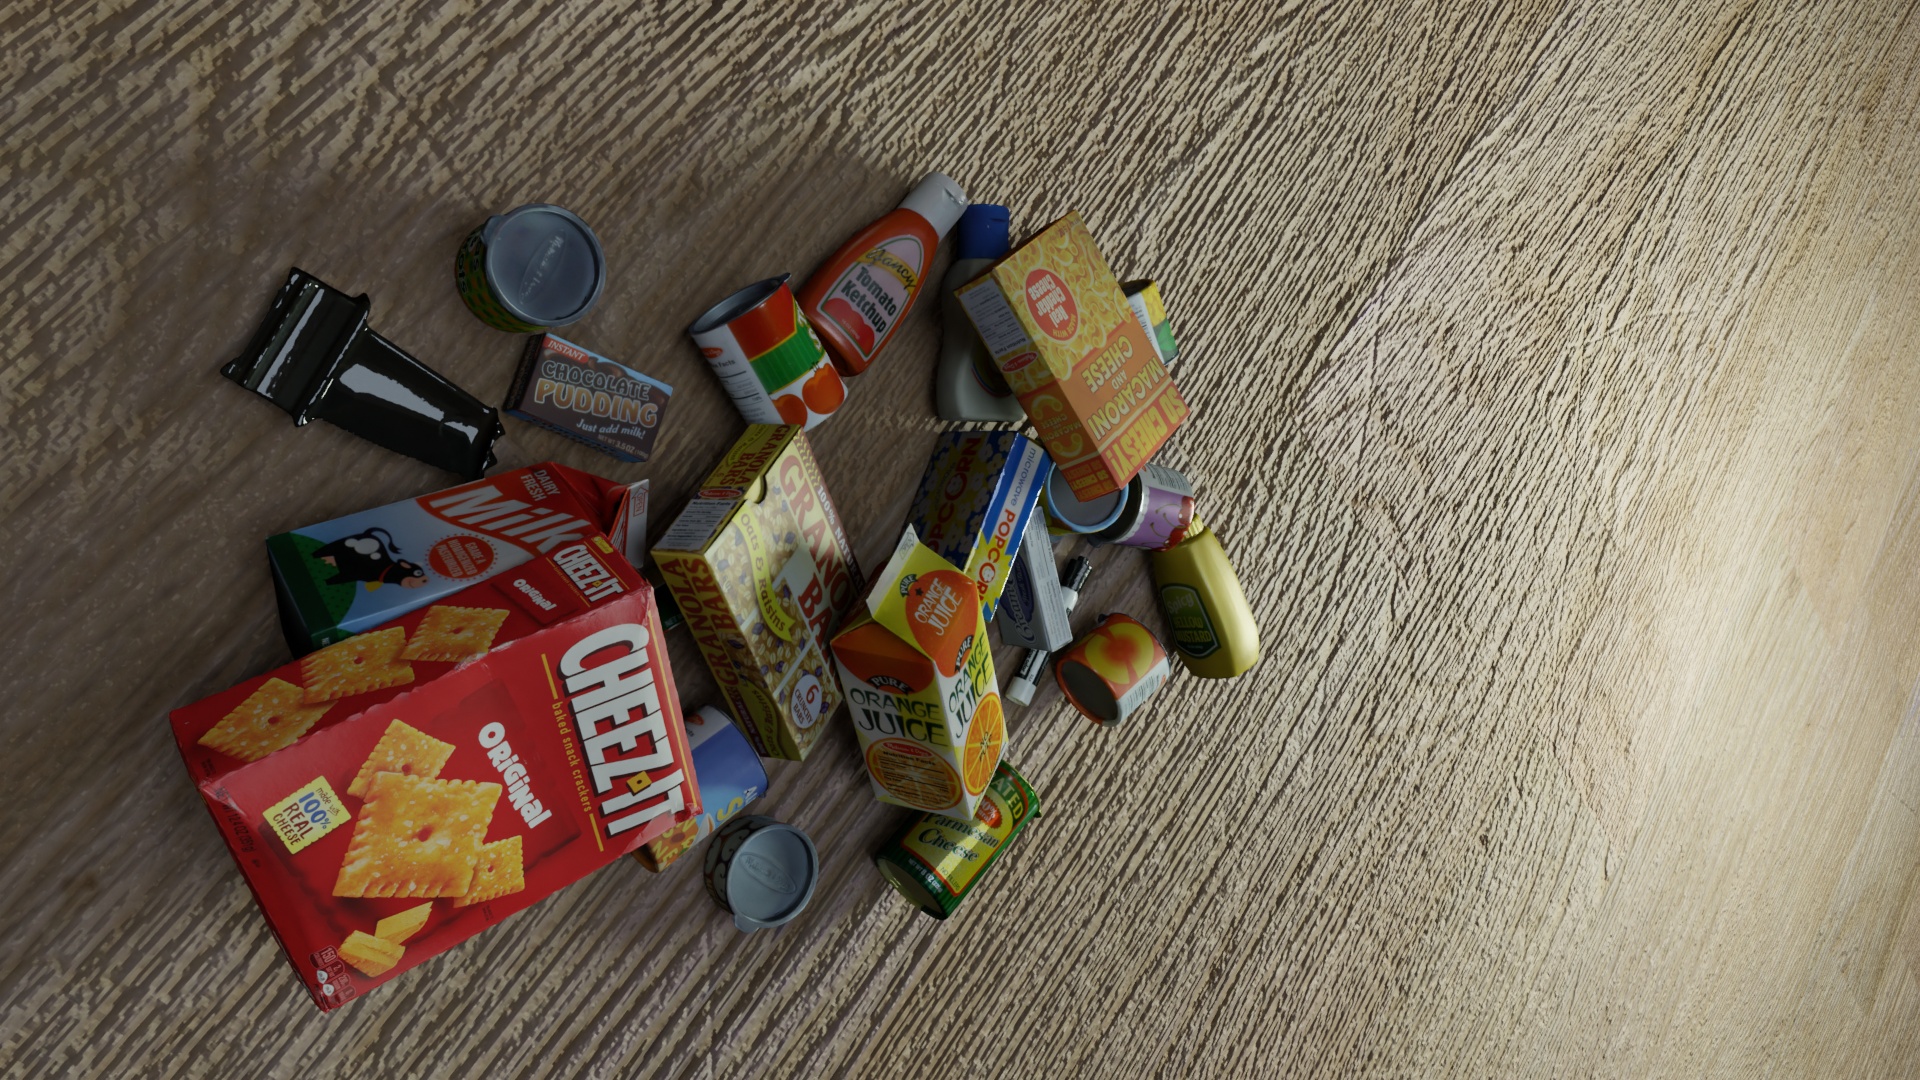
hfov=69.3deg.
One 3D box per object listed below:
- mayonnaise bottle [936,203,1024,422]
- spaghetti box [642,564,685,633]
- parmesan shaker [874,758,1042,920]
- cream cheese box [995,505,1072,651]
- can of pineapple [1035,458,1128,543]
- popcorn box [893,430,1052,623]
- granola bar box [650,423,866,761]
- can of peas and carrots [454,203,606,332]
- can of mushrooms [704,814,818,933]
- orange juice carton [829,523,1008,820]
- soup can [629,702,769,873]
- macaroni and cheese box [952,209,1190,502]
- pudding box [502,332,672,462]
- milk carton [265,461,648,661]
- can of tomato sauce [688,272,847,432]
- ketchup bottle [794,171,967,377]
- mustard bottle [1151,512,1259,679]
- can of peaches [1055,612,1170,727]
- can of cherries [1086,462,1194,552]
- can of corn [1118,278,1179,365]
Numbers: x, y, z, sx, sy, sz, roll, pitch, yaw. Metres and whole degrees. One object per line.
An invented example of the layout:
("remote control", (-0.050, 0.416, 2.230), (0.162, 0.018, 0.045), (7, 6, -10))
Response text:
("mayonnaise bottle", (0.015, -0.157, 0.965), (0.065, 0.041, 0.148), (-2, 93, -38))
("spaghetti box", (-0.244, 0.075, 0.784), (0.251, 0.050, 0.028), (-32, 110, -30))
("parmesan shaker", (0.000, 0.203, 0.958), (0.103, 0.071, 0.071), (-46, 118, -25))
("cream cheese box", (0.044, 0.026, 0.990), (0.024, 0.053, 0.103), (-23, 106, -35))
("can of pineapple", (0.080, -0.035, 0.999), (0.071, 0.058, 0.071), (1, 88, -19))
("popcorn box", (0.003, -0.012, 0.938), (0.038, 0.085, 0.127), (30, 75, -36))
("granola bar box", (-0.109, 0.031, 0.836), (0.125, 0.039, 0.164), (-61, 142, -44))
("can of peas and carrots", (-0.240, -0.150, 0.767), (0.071, 0.058, 0.071), (-2, 94, -36))
("can of mushrooms", (-0.129, 0.212, 0.887), (0.071, 0.033, 0.071), (-3, 95, -37))
("orange juice carton", (-0.027, 0.084, 0.878), (0.072, 0.073, 0.191), (-60, 149, -43))
("soup can", (-0.166, 0.151, 0.834), (0.084, 0.071, 0.071), (-36, 113, -28))
("macaroni and cheese box", (0.080, -0.126, 0.944), (0.166, 0.040, 0.124), (59, 43, -12))
("pudding box", (-0.215, -0.082, 0.807), (0.083, 0.030, 0.050), (24, 78, -35))
("milk carton", (-0.255, 0.018, 0.739), (0.191, 0.073, 0.072), (-19, 143, -33))
("can of tomato sauce", (-0.116, -0.112, 0.856), (0.071, 0.071, 0.083), (-42, 117, -27))
("ketchup bottle", (-0.050, -0.180, 0.915), (0.064, 0.043, 0.149), (47, 66, -28))
("mustard bottle", (0.183, 0.030, 1.090), (0.049, 0.065, 0.160), (-31, 105, -37))
("can of peaches", (0.112, 0.096, 1.039), (0.058, 0.071, 0.071), (-38, 114, -28))
("can of cherries", (0.132, -0.025, 1.046), (0.058, 0.071, 0.071), (10, 87, -37))
("can of corn", (0.122, -0.156, 1.031), (0.071, 0.071, 0.058), (-33, 111, -30))
